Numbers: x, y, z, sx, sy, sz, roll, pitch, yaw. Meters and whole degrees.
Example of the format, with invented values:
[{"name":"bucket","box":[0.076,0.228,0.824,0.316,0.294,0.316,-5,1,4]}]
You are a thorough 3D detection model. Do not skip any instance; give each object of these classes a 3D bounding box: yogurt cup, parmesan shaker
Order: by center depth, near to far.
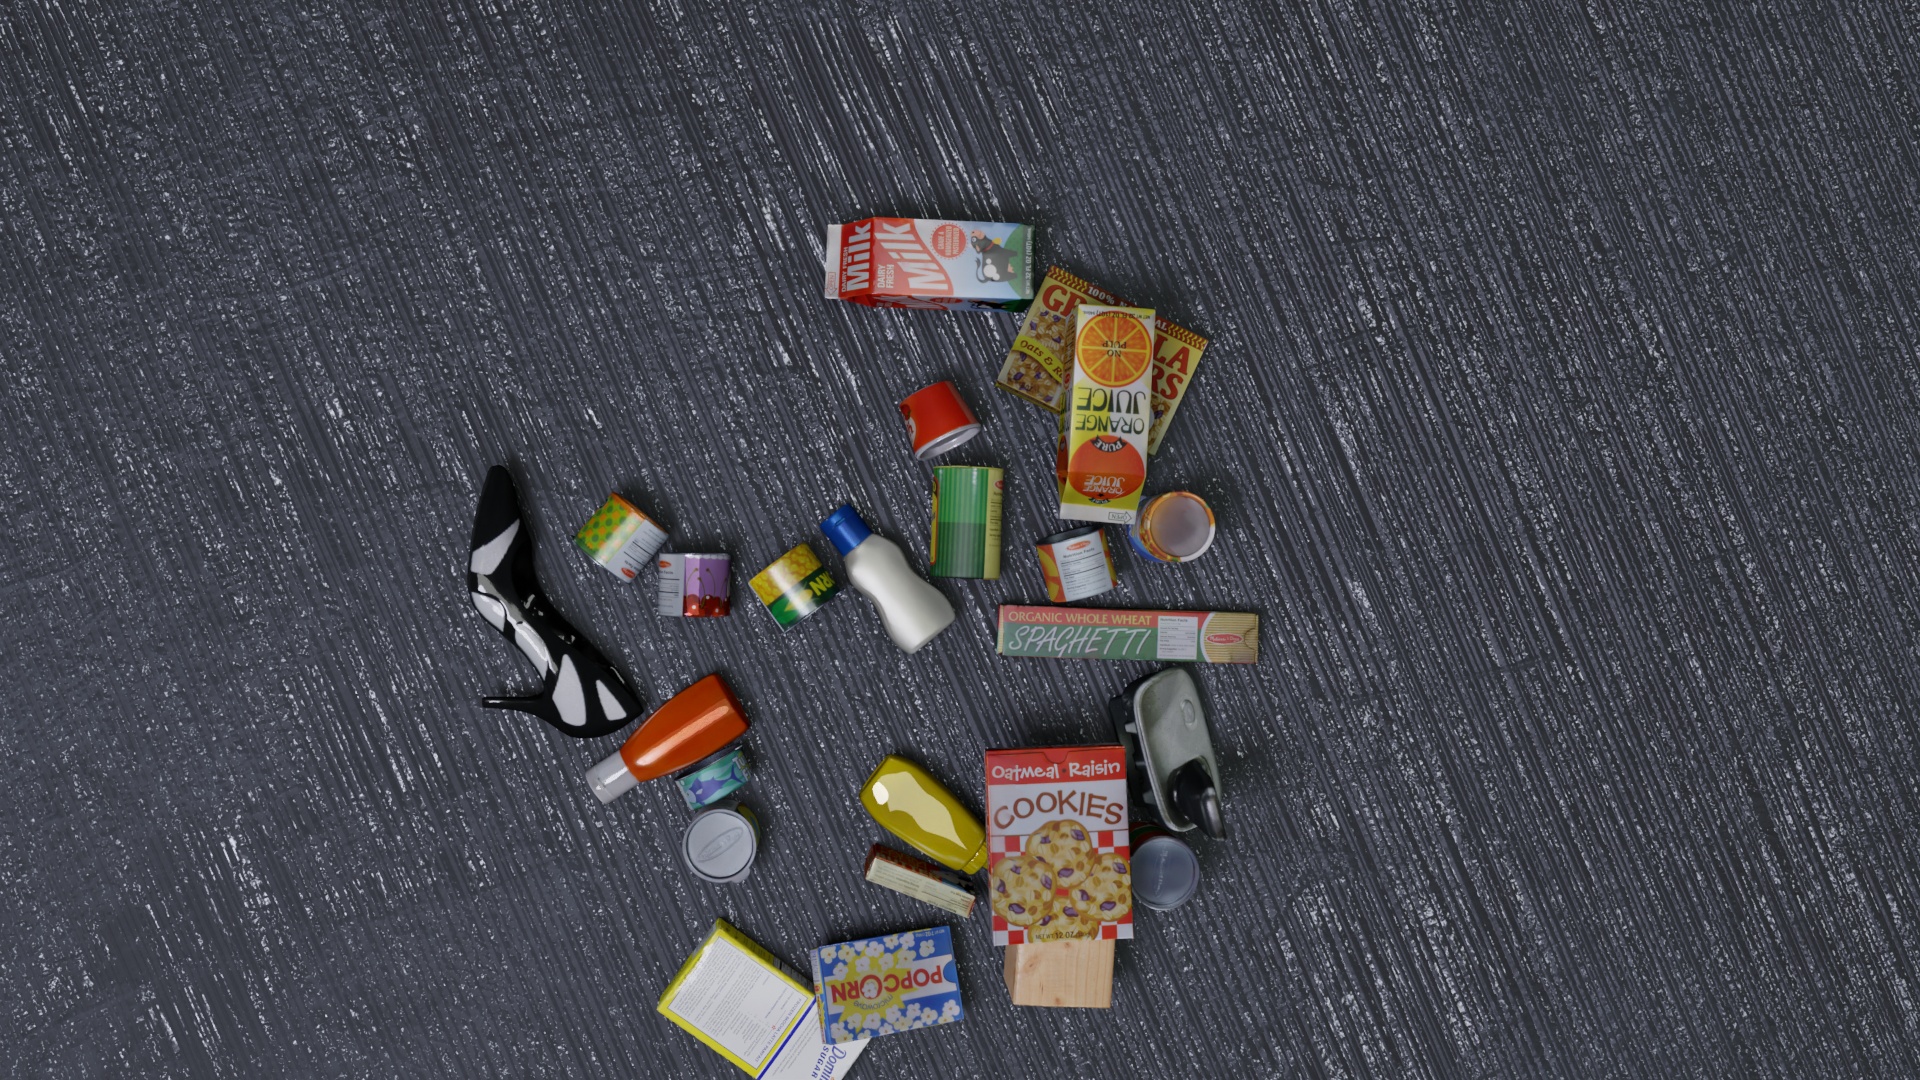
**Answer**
[{"name":"parmesan shaker","box":[0.005,-0.016,1.289,0.071,0.071,0.103,3,89,-5]},{"name":"yogurt cup","box":[-0.022,-0.113,1.294,0.072,0.072,0.054,-25,83,-5]}]

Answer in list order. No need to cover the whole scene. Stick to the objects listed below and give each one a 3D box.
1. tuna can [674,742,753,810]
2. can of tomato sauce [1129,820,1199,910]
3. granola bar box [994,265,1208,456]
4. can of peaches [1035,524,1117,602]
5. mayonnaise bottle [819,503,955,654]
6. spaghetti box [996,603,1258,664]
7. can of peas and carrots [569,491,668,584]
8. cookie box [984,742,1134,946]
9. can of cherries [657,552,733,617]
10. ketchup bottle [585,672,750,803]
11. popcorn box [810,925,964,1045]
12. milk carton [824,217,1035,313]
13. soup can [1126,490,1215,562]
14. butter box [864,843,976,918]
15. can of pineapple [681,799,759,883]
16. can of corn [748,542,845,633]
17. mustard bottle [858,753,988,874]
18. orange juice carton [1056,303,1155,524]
[{"name":"tuna can","box":[-0.221,0.214,1.264,0.071,0.071,0.033,-28,93,-5]},{"name":"can of tomato sauce","box":[0.177,0.300,1.289,0.071,0.083,0.071,0,89,-5]},{"name":"granola bar box","box":[0.133,-0.169,1.321,0.165,0.039,0.124,25,88,-4]},{"name":"can of peaches","box":[0.109,0.021,1.300,0.071,0.071,0.058,-16,96,-5]},{"name":"mayonnaise bottle","box":[-0.072,0.032,1.297,0.065,0.041,0.148,-39,91,-6]},{"name":"spaghetti box","box":[0.158,0.088,1.321,0.250,0.028,0.050,2,88,-5]},{"name":"can of peas and carrots","box":[-0.310,-0.004,1.264,0.071,0.071,0.059,40,85,-3]},{"name":"cookie box","box":[0.085,0.263,1.212,0.123,0.040,0.167,-2,88,-4]},{"name":"can of cherries","box":[-0.240,0.040,1.269,0.071,0.071,0.058,1,89,-5]},{"name":"ketchup bottle","box":[-0.270,0.186,1.272,0.149,0.043,0.065,-33,85,-5]},{"name":"popcorn box","box":[-0.068,0.403,1.263,0.127,0.038,0.085,-4,72,-20]},{"name":"milk carton","box":[-0.029,-0.256,1.292,0.191,0.073,0.072,2,89,-5]},{"name":"soup can","box":[0.194,-0.014,1.300,0.071,0.084,0.071,0,89,-5]},{"name":"butter box","box":[-0.037,0.314,1.285,0.103,0.053,0.024,22,90,-4]},{"name":"can of pineapple","box":[-0.217,0.275,1.267,0.071,0.058,0.071,0,89,-5]},{"name":"can of corn","box":[-0.150,0.042,1.275,0.071,0.071,0.058,-36,92,-5]},{"name":"mustard bottle","box":[-0.018,0.266,1.290,0.160,0.049,0.065,39,86,-4]},{"name":"orange juice carton","box":[0.130,-0.112,1.263,0.072,0.073,0.192,3,90,-4]}]
